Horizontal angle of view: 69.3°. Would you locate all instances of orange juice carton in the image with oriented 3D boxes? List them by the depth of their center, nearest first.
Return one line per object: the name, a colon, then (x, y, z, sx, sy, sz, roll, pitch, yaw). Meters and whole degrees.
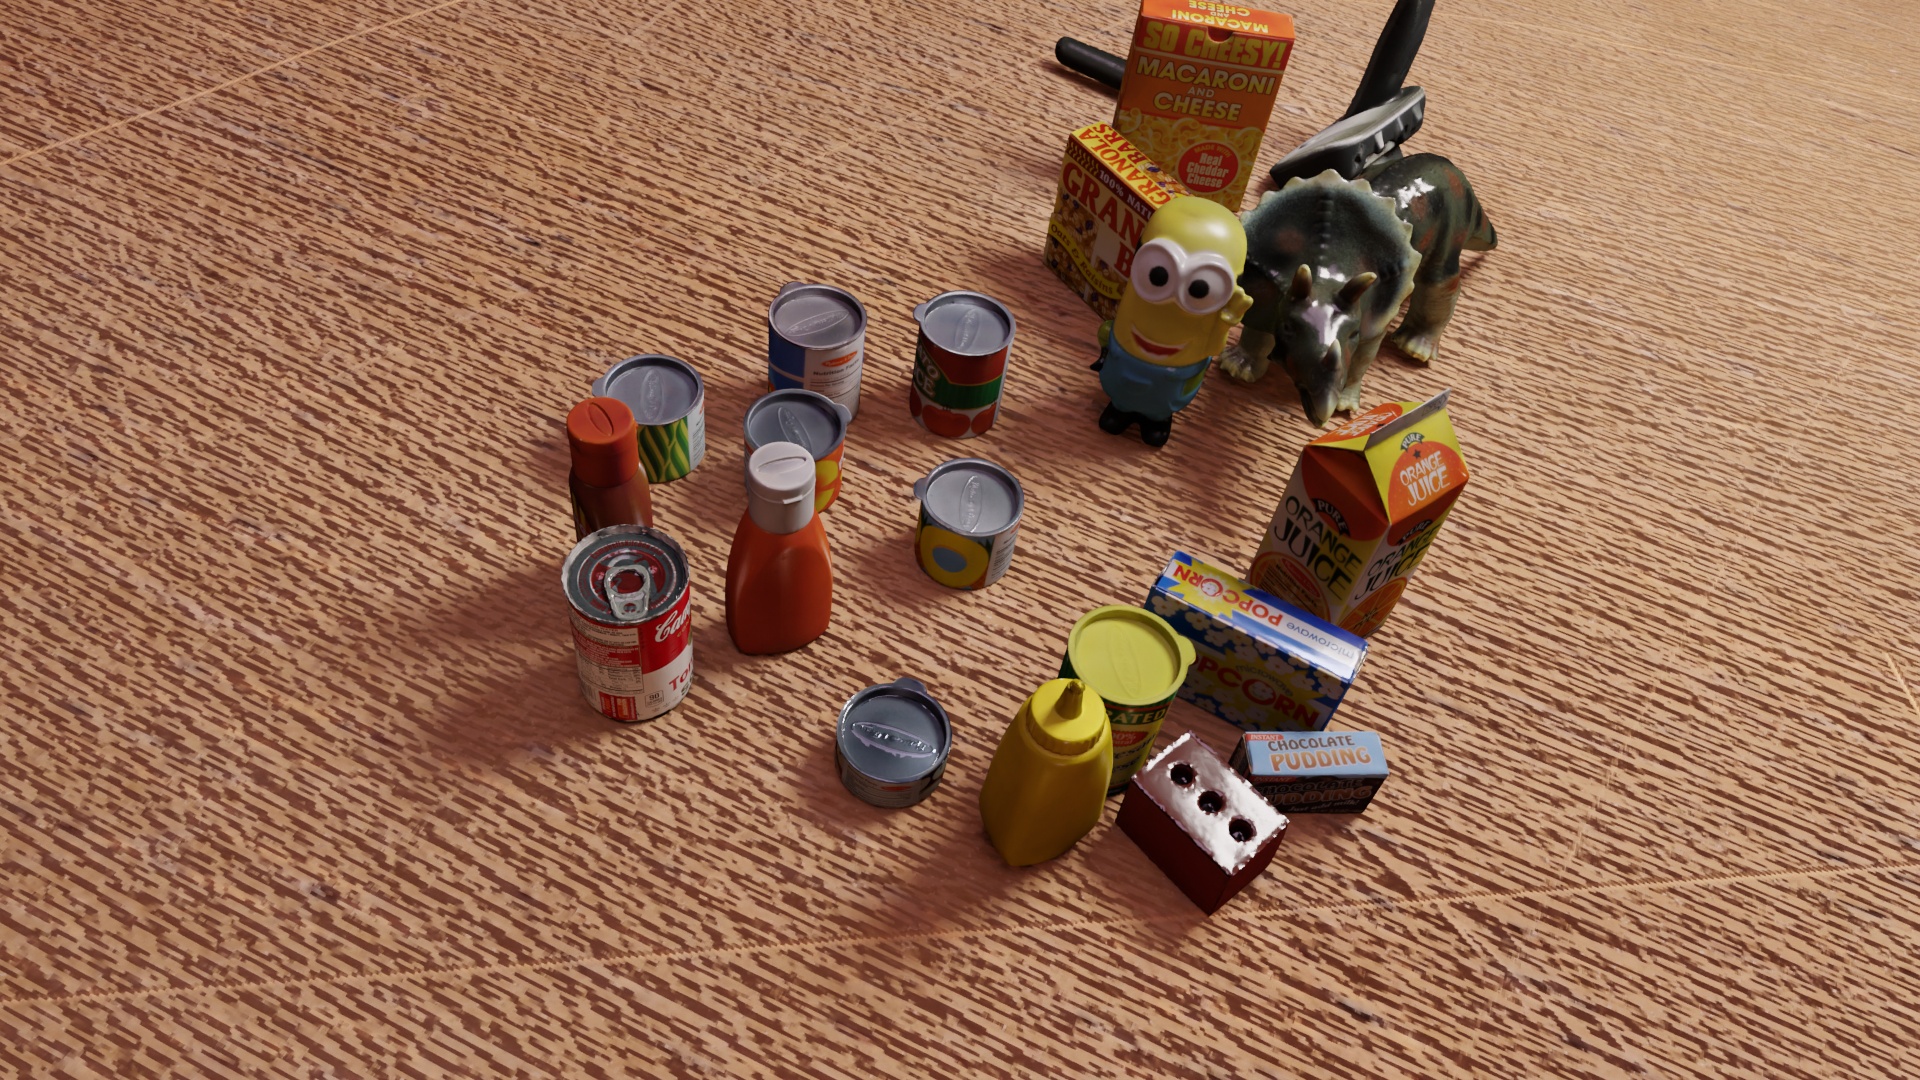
orange juice carton: (0.241, -0.012, 0.846, 0.072, 0.191, 0.073, -26, 58, -27)

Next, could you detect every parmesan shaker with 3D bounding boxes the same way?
parmesan shaker: (0.087, 0.093, 0.792, 0.071, 0.102, 0.072, 4, 50, -5)

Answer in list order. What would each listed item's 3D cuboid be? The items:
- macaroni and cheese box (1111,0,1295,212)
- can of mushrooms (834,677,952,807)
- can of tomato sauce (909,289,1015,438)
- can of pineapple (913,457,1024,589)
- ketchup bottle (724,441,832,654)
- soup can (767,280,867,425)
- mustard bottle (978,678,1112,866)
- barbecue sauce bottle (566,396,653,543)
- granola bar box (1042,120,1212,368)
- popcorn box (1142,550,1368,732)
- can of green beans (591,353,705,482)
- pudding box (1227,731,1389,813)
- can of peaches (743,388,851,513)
macaroni and cheese box: (0.193, -0.358, 1.148, 0.124, 0.165, 0.040, 8, 50, -2)
can of mushrooms: (-0.038, 0.116, 0.798, 0.071, 0.033, 0.071, 4, 50, -5)
can of tomato sauce: (-0.002, -0.122, 0.973, 0.071, 0.082, 0.071, 4, 50, -5)
can of pineapple: (0.003, -0.011, 0.897, 0.071, 0.057, 0.071, 4, 50, -5)
ketchup bottle: (-0.104, 0.007, 0.805, 0.065, 0.148, 0.044, -15, 54, -20)
soup can: (-0.101, -0.126, 0.960, 0.071, 0.083, 0.072, 4, 50, -5)
mustard bottle: (0.049, 0.115, 0.730, 0.065, 0.159, 0.049, -17, 55, -22)
barbecue sauce bottle: (-0.204, -0.020, 0.812, 0.044, 0.147, 0.065, -22, 57, -25)
granola bar box: (0.134, -0.217, 1.048, 0.039, 0.123, 0.166, -26, 58, -27)
popcorn box: (0.169, 0.070, 0.836, 0.127, 0.084, 0.038, 27, 51, 13)
can of green beans: (-0.204, -0.081, 0.923, 0.071, 0.057, 0.071, 4, 50, -5)
pudding box: (0.200, 0.135, 0.809, 0.084, 0.049, 0.030, 1, 50, -8)
can of peaches: (-0.108, -0.057, 0.918, 0.071, 0.057, 0.071, 4, 50, -5)
